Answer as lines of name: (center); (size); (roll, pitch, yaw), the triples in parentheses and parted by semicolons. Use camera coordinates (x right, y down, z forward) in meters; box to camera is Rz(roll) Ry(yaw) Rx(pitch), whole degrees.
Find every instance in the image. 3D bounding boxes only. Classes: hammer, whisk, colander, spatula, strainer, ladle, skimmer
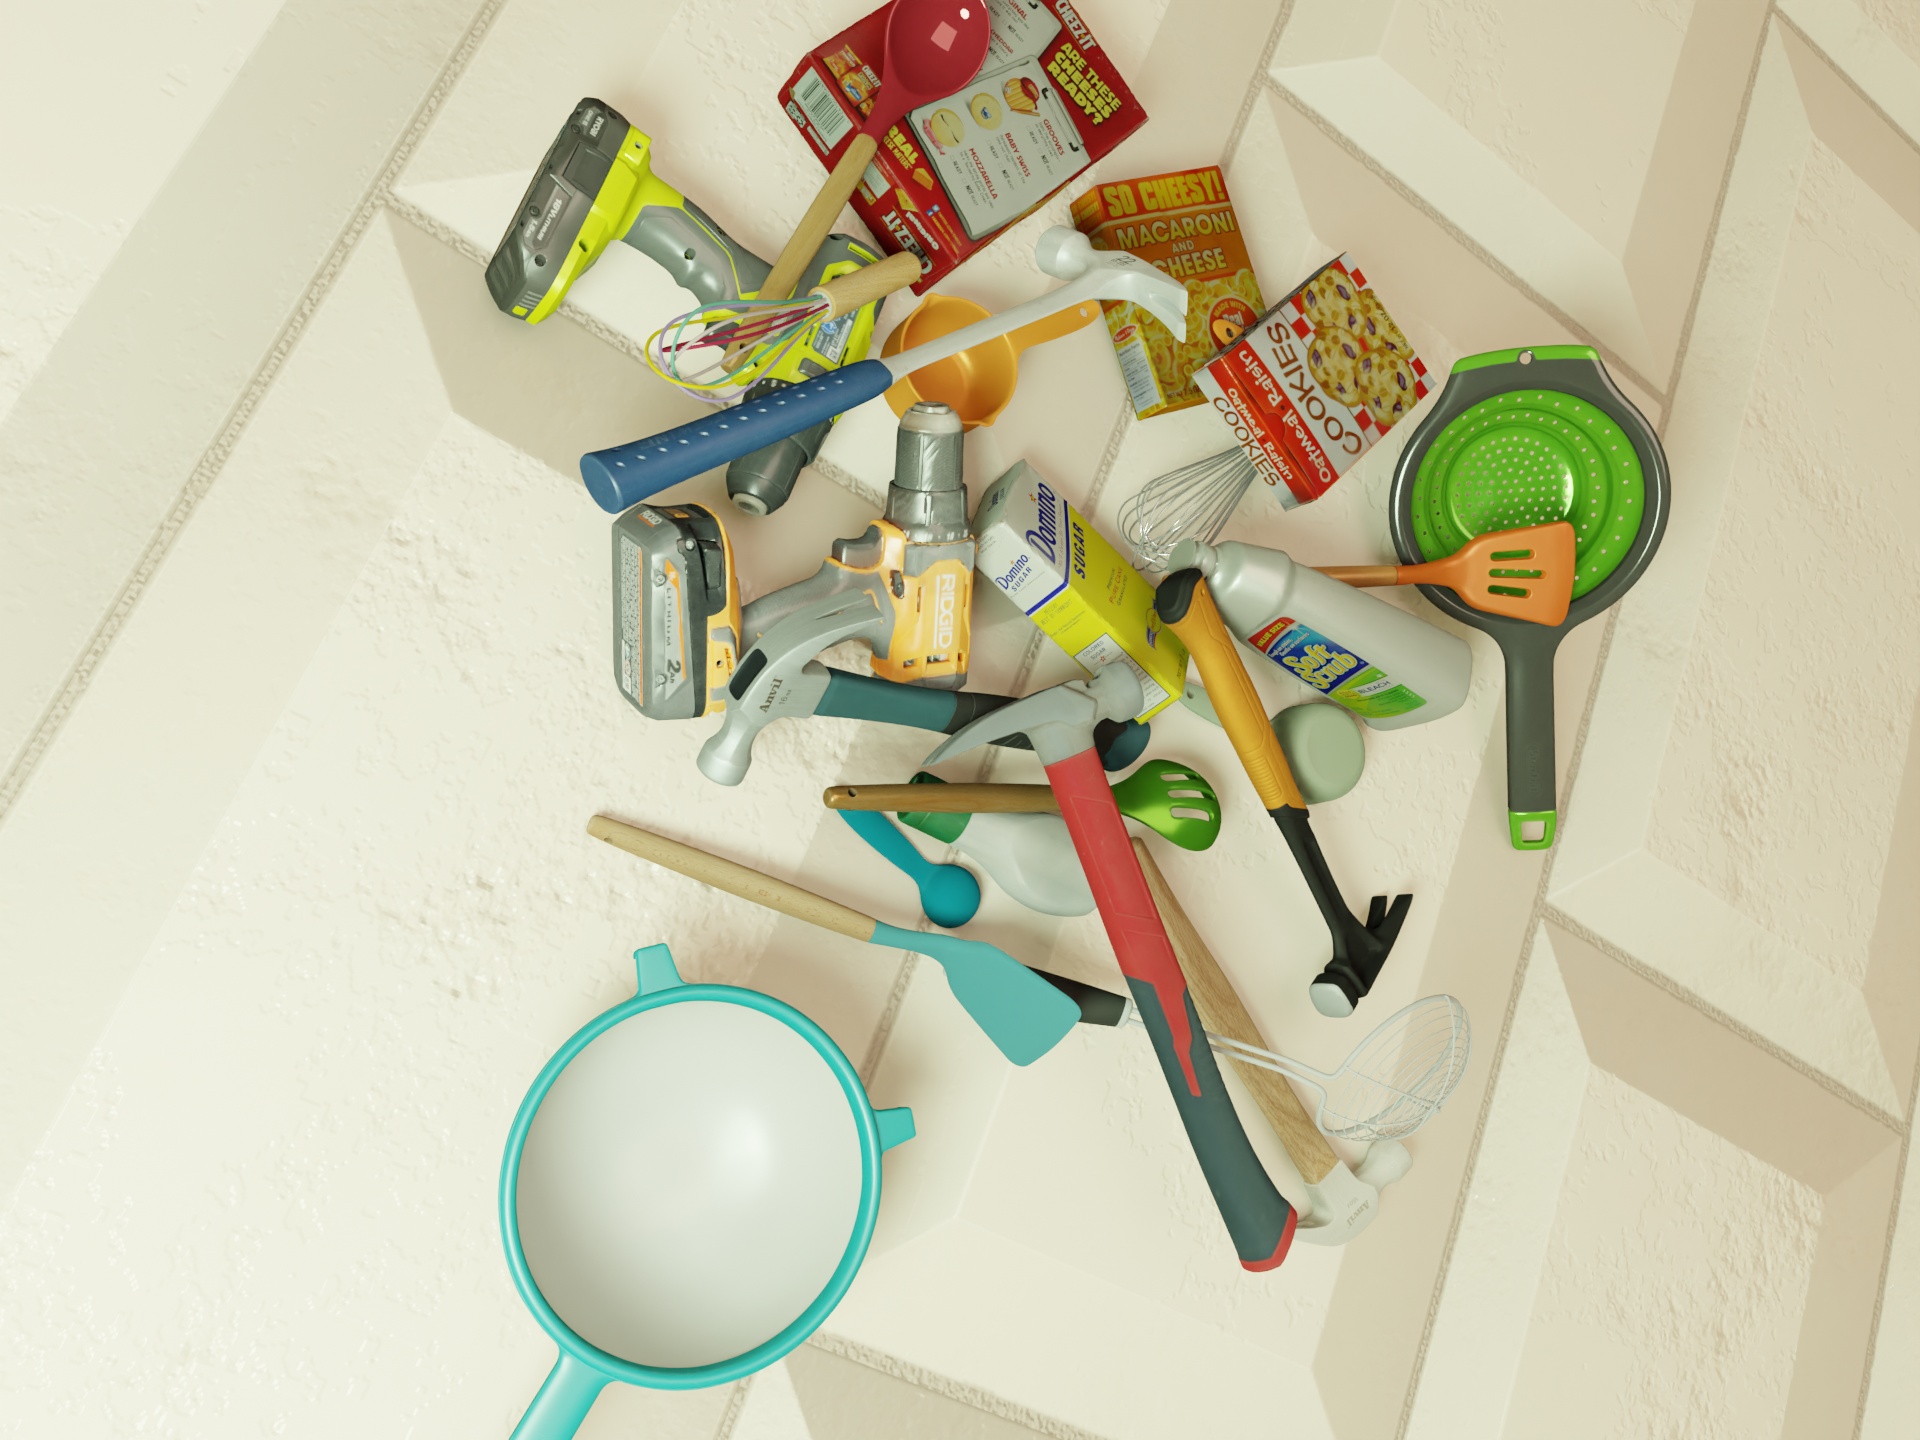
hammer: (-0.036, -0.211, 0.956); (0.405, 0.144, 0.035); (-29, 135, -28)
whisk: (-0.097, -0.241, 0.933); (0.245, 0.047, 0.051); (-41, 136, -47)
hammer: (0.107, 0.166, 0.986); (0.143, 0.038, 0.386); (-22, 93, -15)
colander: (0.447, -0.096, 1.268); (0.204, 0.094, 0.397); (-3, 104, 12)
spatula: (-0.079, 0.127, 0.969); (0.317, 0.082, 0.044); (23, 46, -15)
hammer: (0.223, 0.040, 1.109); (0.127, 0.034, 0.336); (-46, 116, -40)
strainer: (-0.188, 0.305, 0.869); (0.211, 0.095, 0.340); (37, 69, -15)
hammer: (-0.002, -0.003, 1.001); (0.330, 0.033, 0.128); (9, 118, -42)
ladle: (-0.068, -0.340, 0.988); (0.069, 0.031, 0.315); (36, 70, -24)
hammer: (0.195, 0.227, 1.117); (0.130, 0.031, 0.331); (-37, 99, -28)
spatula: (0.306, -0.106, 1.186); (0.322, 0.041, 0.081); (-3, 105, -15)
whisk: (0.214, -0.195, 1.182); (0.284, 0.070, 0.070); (-41, 101, -31)
skimmer: (0.167, 0.196, 1.063); (0.363, 0.127, 0.090); (18, 30, -3)

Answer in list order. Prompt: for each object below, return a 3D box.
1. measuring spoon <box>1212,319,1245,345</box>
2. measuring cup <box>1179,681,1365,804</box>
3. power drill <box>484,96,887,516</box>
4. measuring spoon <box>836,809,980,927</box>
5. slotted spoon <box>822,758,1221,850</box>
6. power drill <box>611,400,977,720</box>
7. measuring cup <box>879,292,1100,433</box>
measuring spoon: (0.234, -0.268, 1.181); (0.116, 0.011, 0.021); (25, 70, -25)
measuring cup: (0.229, 0.006, 1.165); (0.167, 0.038, 0.083); (25, 71, -25)
power drill: (-0.166, -0.251, 0.978); (0.228, 0.080, 0.191); (28, 70, -24)
measuring spoon: (-0.033, 0.086, 1.024); (0.128, 0.021, 0.042); (43, 65, -17)
slotted spoon: (0.053, 0.052, 1.031); (0.313, 0.031, 0.070); (2, 59, -32)
power drill: (-0.091, -0.096, 0.960); (0.226, 0.084, 0.185); (-8, 114, -29)
measuring cup: (0.021, -0.252, 1.090); (0.173, 0.052, 0.095); (-28, 96, -30)
